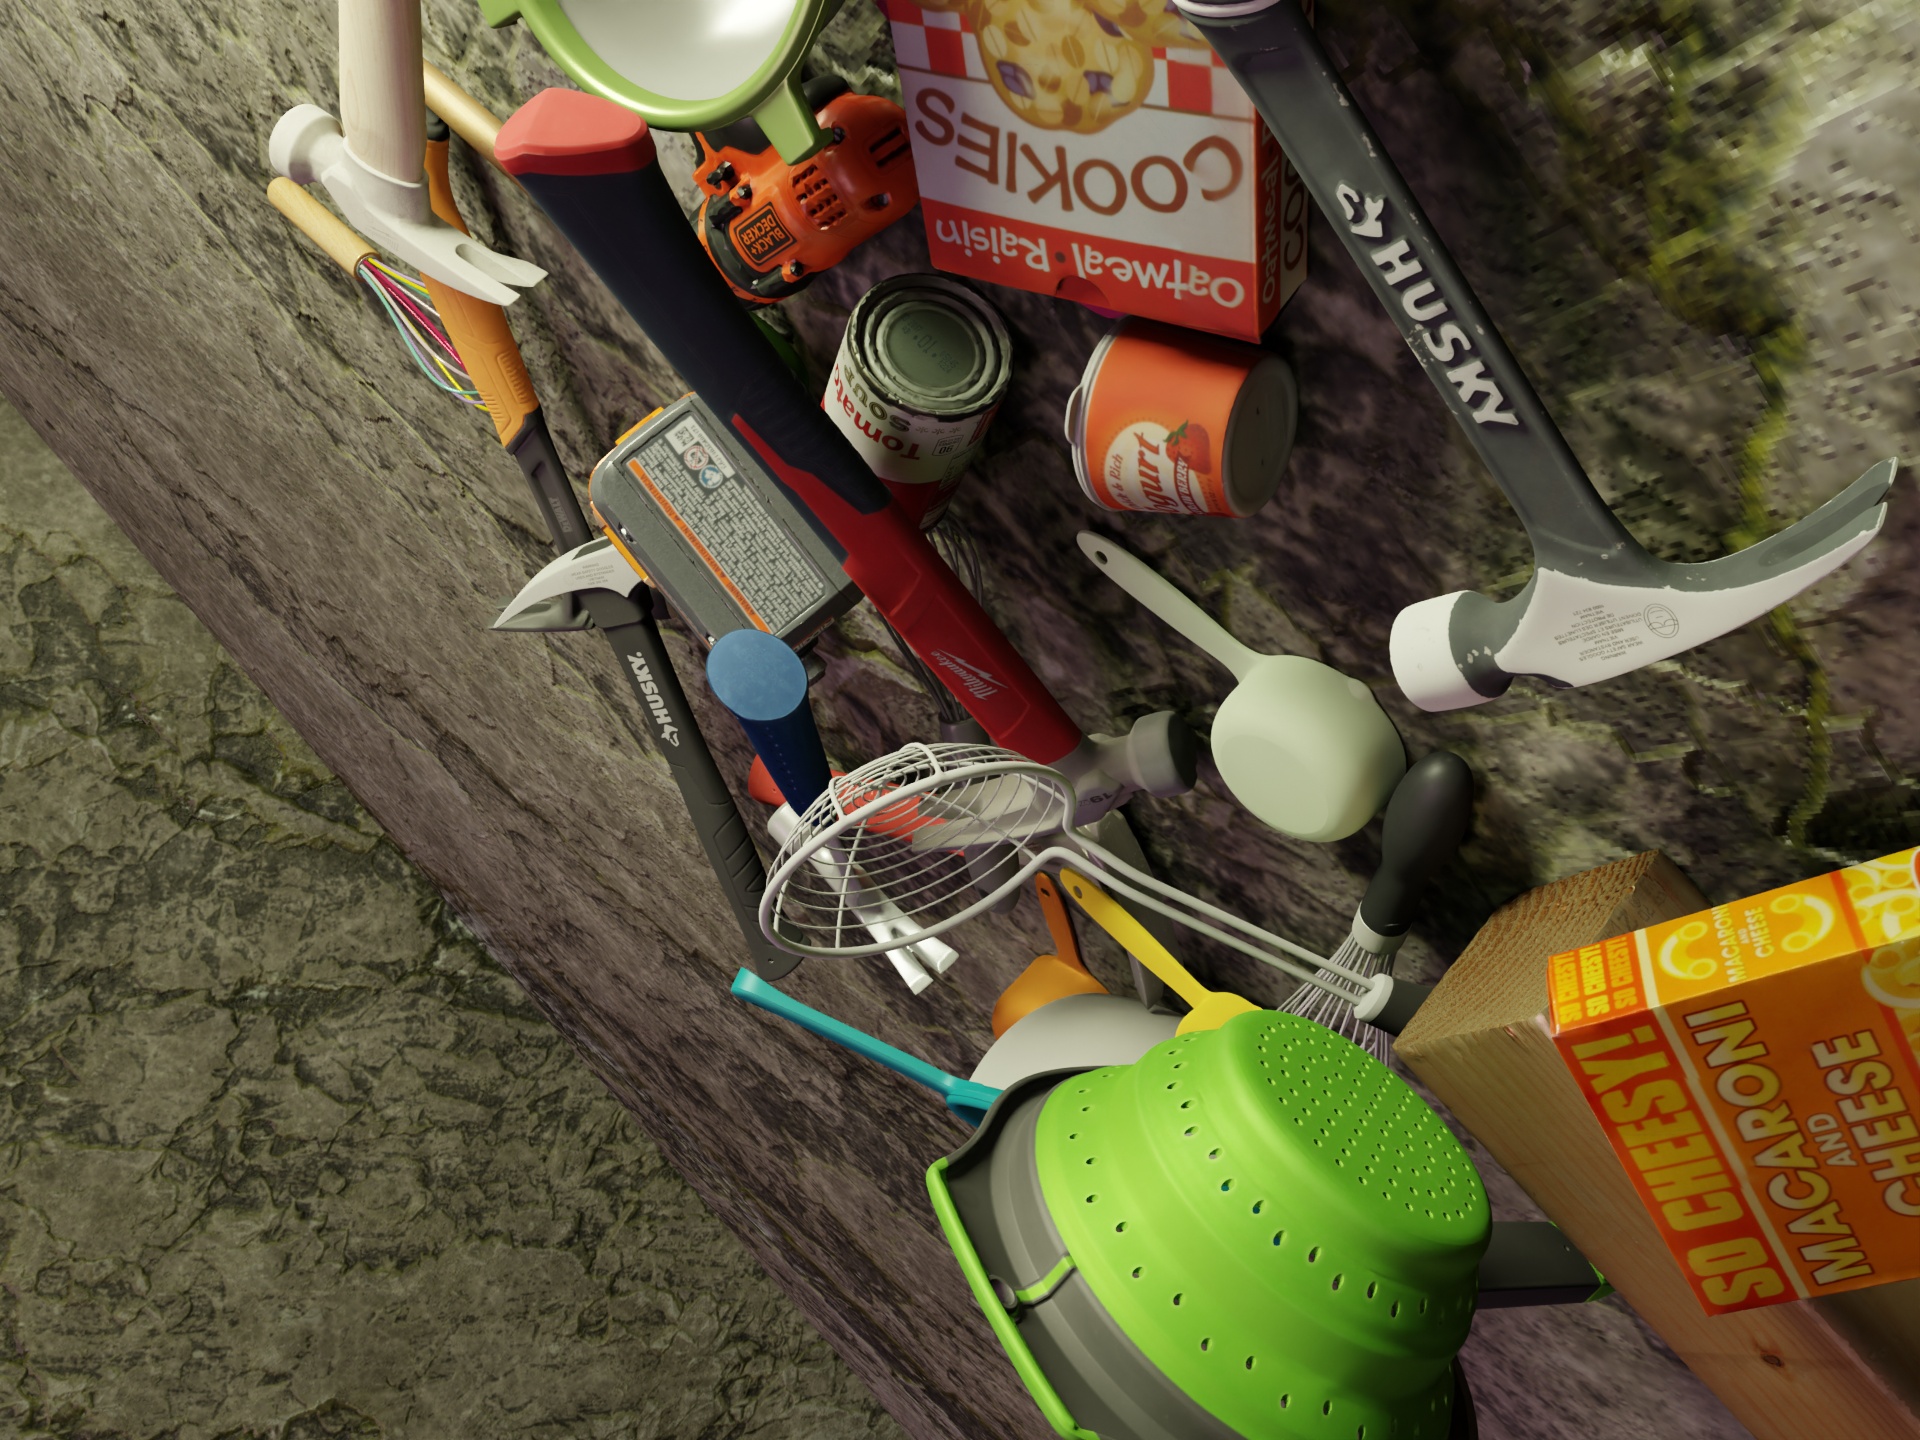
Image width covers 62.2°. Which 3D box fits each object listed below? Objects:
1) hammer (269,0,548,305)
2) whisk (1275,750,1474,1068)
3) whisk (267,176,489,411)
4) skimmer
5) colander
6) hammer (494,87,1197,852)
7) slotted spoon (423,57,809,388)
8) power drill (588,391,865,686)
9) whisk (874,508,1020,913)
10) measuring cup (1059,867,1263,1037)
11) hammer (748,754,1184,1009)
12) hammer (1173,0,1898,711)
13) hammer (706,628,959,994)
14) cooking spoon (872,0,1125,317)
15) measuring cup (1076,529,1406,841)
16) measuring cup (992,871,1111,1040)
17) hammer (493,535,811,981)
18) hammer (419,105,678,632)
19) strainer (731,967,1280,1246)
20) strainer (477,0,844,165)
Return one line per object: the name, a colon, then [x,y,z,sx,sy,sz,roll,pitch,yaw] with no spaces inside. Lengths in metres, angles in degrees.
hammer: [-0.227,-0.346,0.640,0.146,0.038,0.410,33,146,3]
whisk: [0.177,0.106,0.693,0.070,0.070,0.284,35,147,24]
whisk: [-0.358,-0.268,0.992,0.245,0.051,0.047,41,159,20]
skimmer: [0.104,0.106,0.615,0.363,0.090,0.127,24,135,-5]
colander: [0.174,0.185,0.605,0.396,0.094,0.205,15,-152,-40]
hammer: [-0.050,-0.070,0.621,0.143,0.038,0.385,-17,136,27]
slotted spoon: [-0.194,-0.253,0.779,0.314,0.031,0.070,42,161,14]
power drill: [-0.112,-0.078,0.790,0.164,0.084,0.226,52,174,-11]
whisk: [-0.003,-0.002,0.772,0.055,0.055,0.238,20,133,44]
measuring cup: [0.093,0.128,0.762,0.157,0.029,0.062,43,146,28]
hammer: [-0.019,0.065,0.940,0.359,0.037,0.149,8,128,53]
hammer: [0.081,-0.165,0.392,0.149,0.036,0.408,-15,122,48]
hammer: [-0.066,0.049,0.793,0.144,0.035,0.405,46,169,14]
cooking spoon: [-0.039,-0.265,0.532,0.319,0.017,0.069,50,154,-8]
measuring cup: [0.102,-0.015,0.645,0.167,0.038,0.083,41,154,8]
measuring cup: [0.052,0.165,0.961,0.095,0.052,0.173,25,145,38]
hammer: [-0.175,0.035,1.022,0.146,0.035,0.334,-9,120,18]
hammer: [-0.268,-0.189,0.917,0.127,0.034,0.336,-5,131,11]
strainer: [0.046,0.181,0.872,0.340,0.095,0.211,25,162,1]
strainer: [-0.068,-0.306,0.460,0.151,0.069,0.256,31,130,22]
